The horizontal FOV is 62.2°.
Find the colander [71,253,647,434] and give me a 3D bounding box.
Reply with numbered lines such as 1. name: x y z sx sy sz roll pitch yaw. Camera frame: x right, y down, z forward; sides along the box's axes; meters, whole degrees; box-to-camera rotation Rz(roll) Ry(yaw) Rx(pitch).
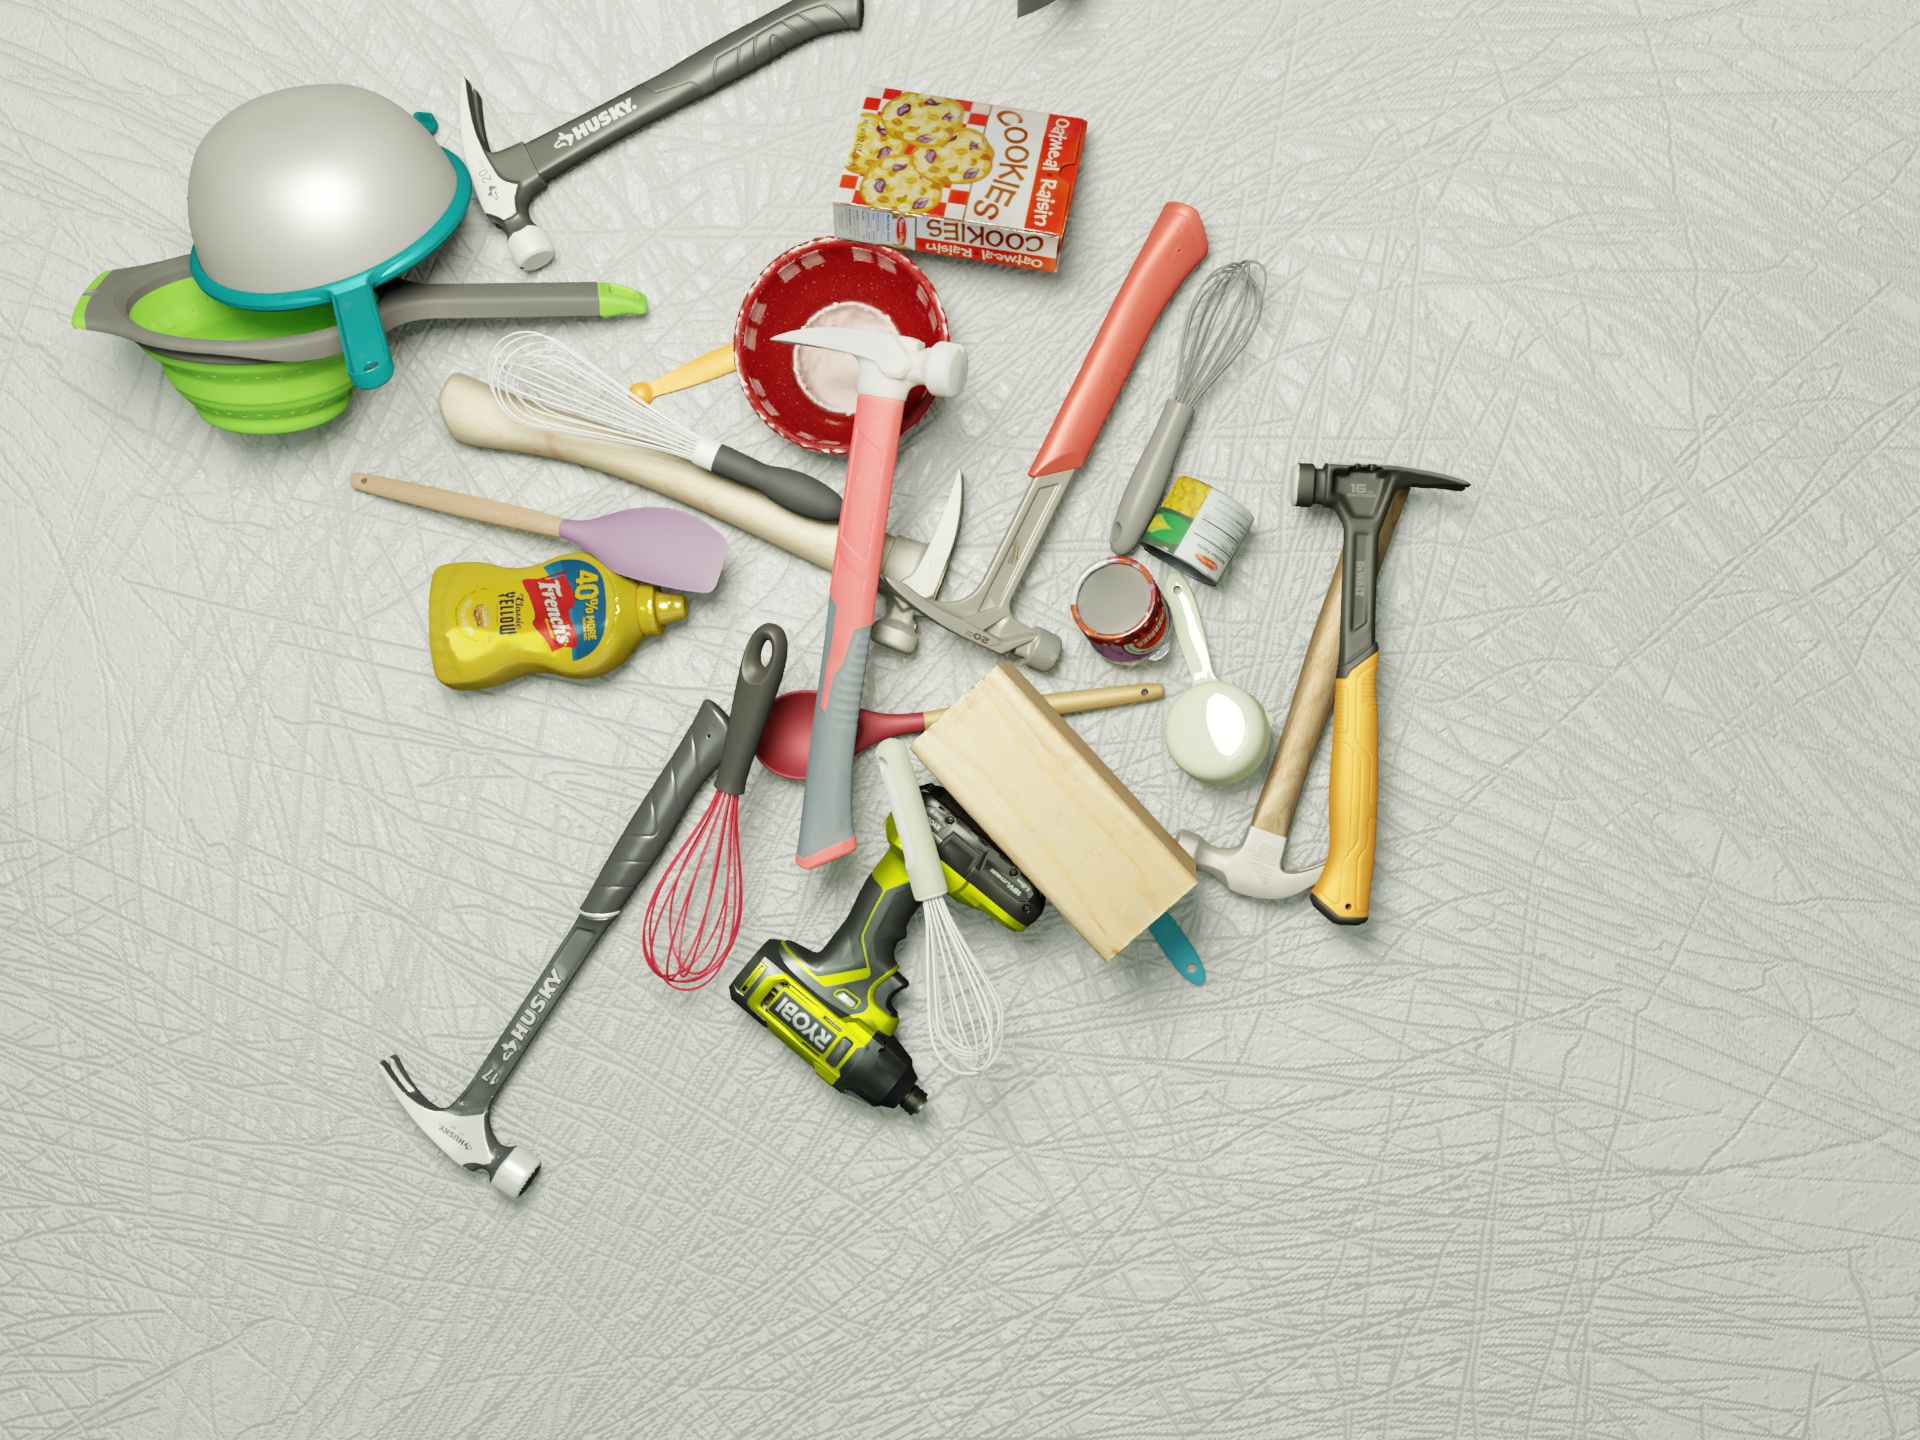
1. colander: -0.437 -0.280 1.198 0.397 0.205 0.094 -4 126 -12

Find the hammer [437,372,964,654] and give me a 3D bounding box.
1. hammer: -0.200 -0.190 1.216 0.410 0.038 0.146 21 91 3

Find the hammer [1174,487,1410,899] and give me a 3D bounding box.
1. hammer: 0.270 -0.024 1.195 0.130 0.031 0.331 19 92 3

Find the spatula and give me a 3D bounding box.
1. spatula: -0.324 -0.154 1.209 0.316 0.018 0.060 13 81 13

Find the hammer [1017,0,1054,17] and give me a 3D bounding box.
1. hammer: -0.109 -0.578 1.173 0.405 0.144 0.035 11 131 9

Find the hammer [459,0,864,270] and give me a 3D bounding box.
1. hammer: -0.223 -0.484 1.210 0.335 0.035 0.146 -28 87 2

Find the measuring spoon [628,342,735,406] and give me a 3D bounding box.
1. measuring spoon: -0.203 -0.270 1.226 0.117 0.011 0.021 -21 90 4

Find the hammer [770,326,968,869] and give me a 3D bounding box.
1. hammer: -0.092 -0.084 1.143 0.143 0.038 0.386 13 102 22

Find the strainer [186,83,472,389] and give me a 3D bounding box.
1. strainer: -0.443 -0.350 1.095 0.211 0.095 0.341 -23 49 -8

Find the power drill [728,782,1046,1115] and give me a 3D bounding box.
1. power drill: -0.043 0.174 1.197 0.171 0.080 0.223 39 97 3

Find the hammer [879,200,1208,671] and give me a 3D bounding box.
1. hammer: 0.079 -0.224 1.184 0.149 0.037 0.359 26 90 -19

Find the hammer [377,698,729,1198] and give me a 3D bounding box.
1. hammer: -0.294 0.161 1.231 0.149 0.036 0.409 33 92 3

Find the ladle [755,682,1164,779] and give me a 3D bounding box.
1. ladle: -0.002 -0.004 1.214 0.315 0.031 0.069 -7 93 2

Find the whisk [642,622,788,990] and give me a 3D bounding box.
1. whisk: -0.176 0.068 1.169 0.073 0.073 0.295 18 105 3

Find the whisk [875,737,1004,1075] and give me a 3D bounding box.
1. whisk: -0.019 0.132 1.130 0.059 0.058 0.246 -15 88 -28

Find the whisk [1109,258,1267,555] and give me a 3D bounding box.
1. whisk: 0.167 -0.233 1.190 0.055 0.055 0.239 24 97 2

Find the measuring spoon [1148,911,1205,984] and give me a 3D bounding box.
1. measuring spoon: 0.148 0.148 1.209 0.042 0.021 0.128 -35 88 4

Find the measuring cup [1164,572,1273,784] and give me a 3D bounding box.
1. measuring cup: 0.177 -0.035 1.181 0.083 0.038 0.168 -18 77 17

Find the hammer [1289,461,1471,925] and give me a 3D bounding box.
1. hammer: 0.297 -0.019 1.161 0.127 0.034 0.337 3 91 5

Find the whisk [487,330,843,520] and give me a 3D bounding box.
1. whisk: -0.216 -0.211 1.174 0.284 0.070 0.070 23 92 -1
